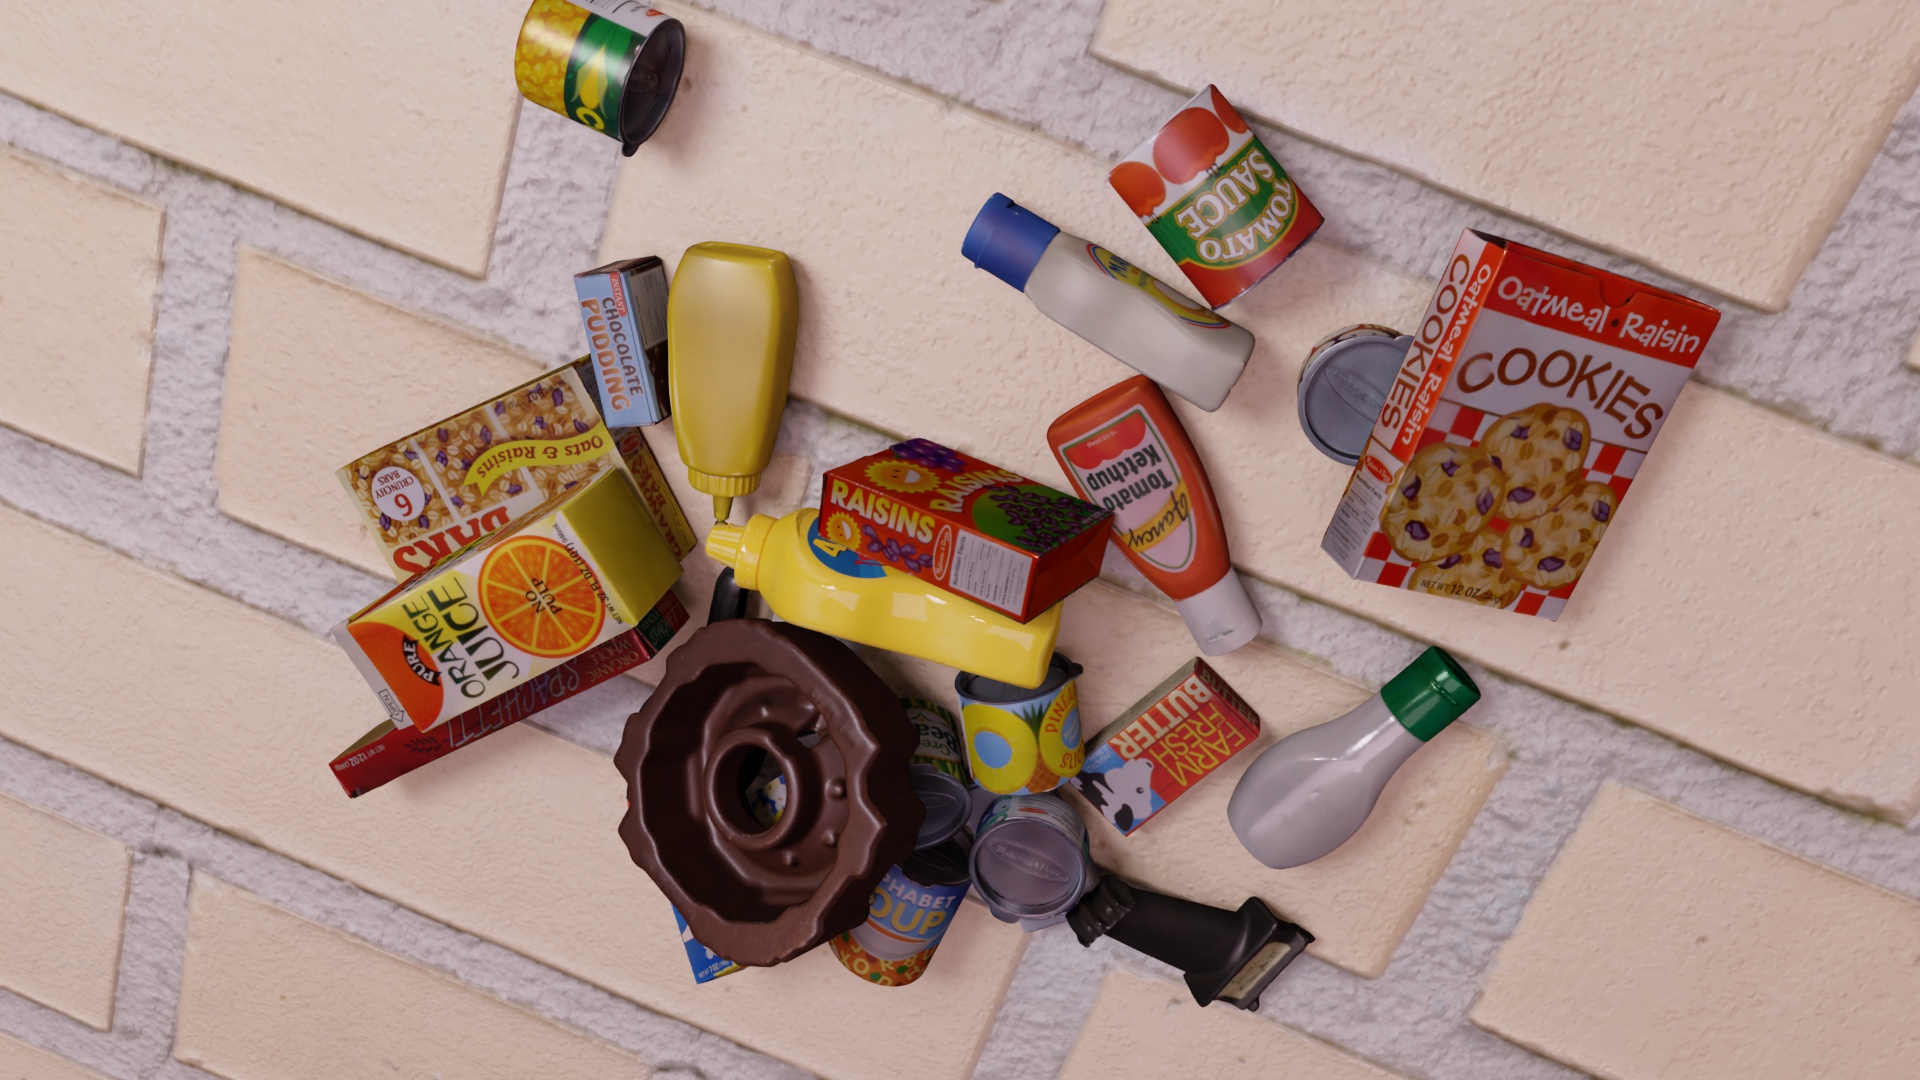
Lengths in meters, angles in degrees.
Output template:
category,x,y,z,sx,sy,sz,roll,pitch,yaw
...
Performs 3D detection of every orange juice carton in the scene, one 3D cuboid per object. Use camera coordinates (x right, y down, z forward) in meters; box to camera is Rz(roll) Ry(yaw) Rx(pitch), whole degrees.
category,x,y,z,sx,sy,sz,roll,pitch,yaw
orange juice carton,-0.254,0.039,0.751,0.192,0.073,0.071,-26,105,19

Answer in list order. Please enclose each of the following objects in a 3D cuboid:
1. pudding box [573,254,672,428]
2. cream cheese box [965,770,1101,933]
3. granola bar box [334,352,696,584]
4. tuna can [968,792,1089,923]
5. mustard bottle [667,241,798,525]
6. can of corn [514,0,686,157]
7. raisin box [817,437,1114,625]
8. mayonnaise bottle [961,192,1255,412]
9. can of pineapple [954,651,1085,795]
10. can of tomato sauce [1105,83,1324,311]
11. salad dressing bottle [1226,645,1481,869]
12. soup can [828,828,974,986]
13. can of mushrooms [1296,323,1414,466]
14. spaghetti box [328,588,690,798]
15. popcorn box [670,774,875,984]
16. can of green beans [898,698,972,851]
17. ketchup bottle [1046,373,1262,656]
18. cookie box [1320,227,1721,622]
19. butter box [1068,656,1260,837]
category,x,y,z,sx,sy,sz,roll,pitch,yaw
pudding box,-0.173,-0.105,0.738,0.030,0.050,0.083,-4,109,14
cream cheese box,0.042,0.177,0.812,0.053,0.024,0.103,-21,104,18
granola bar box,-0.251,-0.019,0.790,0.165,0.039,0.124,-20,106,17
tuna can,0.038,0.178,0.781,0.071,0.033,0.070,3,110,9
mustard bottle,-0.124,-0.076,0.740,0.065,0.049,0.159,11,112,7
can of corn,-0.177,-0.234,0.683,0.058,0.071,0.071,25,113,2
raisin box,0.003,-0.009,0.700,0.123,0.086,0.040,22,117,25
mayonnaise bottle,0.072,-0.118,0.681,0.148,0.065,0.041,32,117,2
can of pineapple,0.035,0.099,0.762,0.071,0.071,0.057,-5,110,13
can of tomato sauce,0.119,-0.161,0.651,0.071,0.071,0.083,-38,98,21
salad dressing bottle,0.211,0.117,0.748,0.064,0.044,0.147,43,111,-4
soup can,-0.035,0.210,0.814,0.071,0.071,0.083,25,113,1
can of mushrooms,0.202,-0.074,0.686,0.071,0.033,0.070,4,110,10
spaghetti box,-0.268,0.090,0.818,0.249,0.050,0.028,-25,104,23
popcorn box,-0.116,0.196,0.811,0.126,0.038,0.085,-34,70,32
can of green beans,-0.030,0.131,0.780,0.071,0.058,0.071,-5,128,-7
ketchup bottle,0.107,-0.010,0.722,0.064,0.044,0.148,-27,103,23
cookie box,0.262,-0.050,0.656,0.123,0.040,0.166,11,113,-18
butter box,0.112,0.116,0.777,0.053,0.024,0.103,45,111,-6
